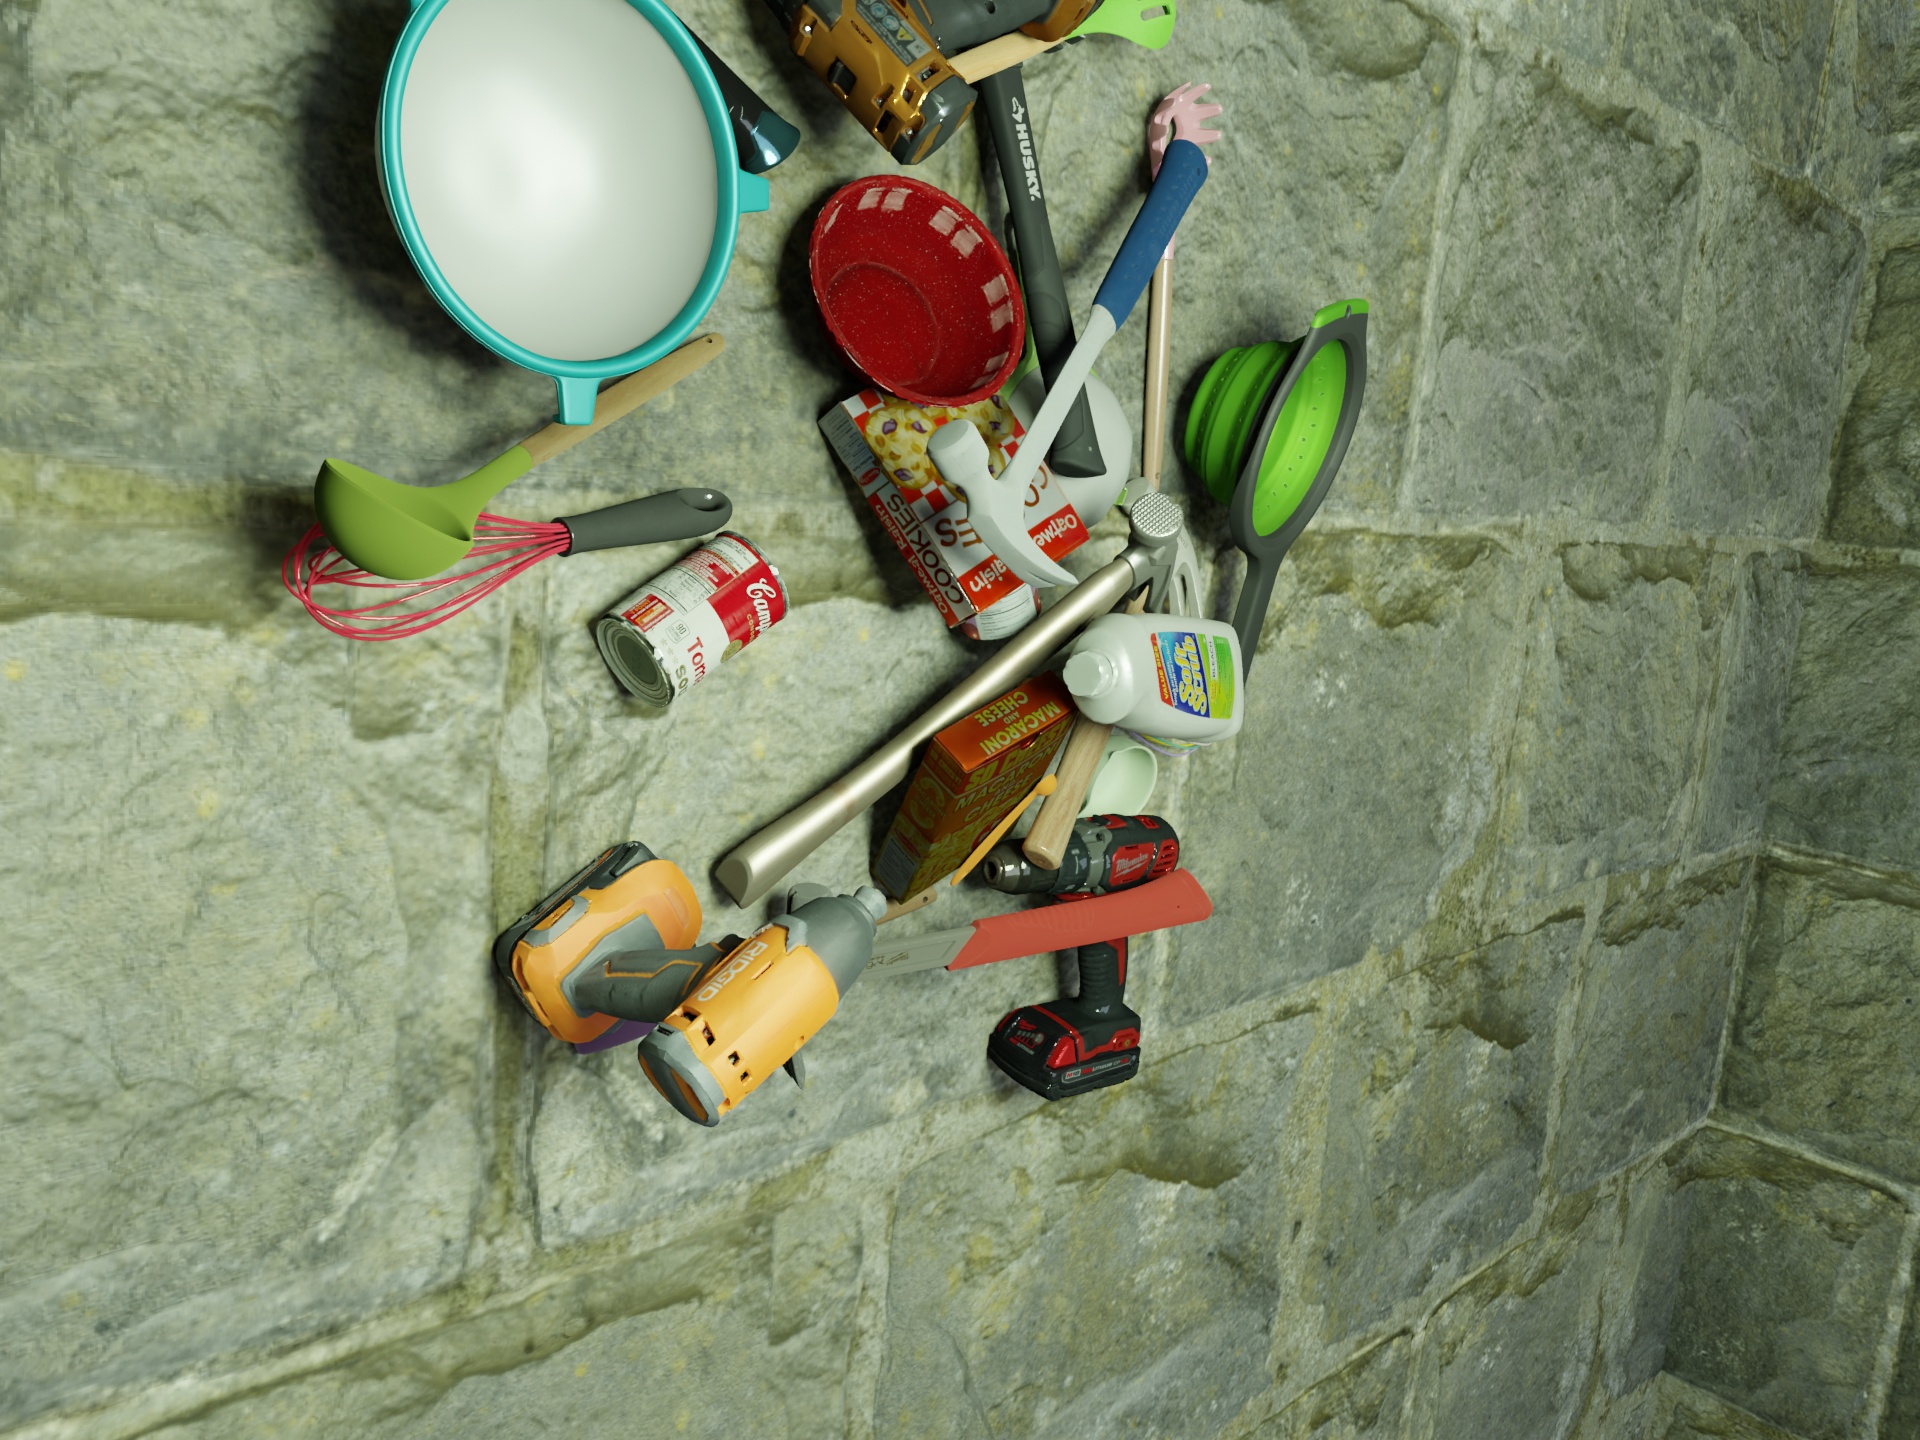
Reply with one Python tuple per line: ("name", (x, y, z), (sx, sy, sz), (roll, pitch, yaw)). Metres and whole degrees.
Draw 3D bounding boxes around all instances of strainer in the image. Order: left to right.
("strainer", (-0.257, -0.327, 0.801), (0.211, 0.095, 0.340), (-57, 132, -22))
("strainer", (0.081, -0.251, 1.187), (0.151, 0.069, 0.256), (-29, 122, -37))

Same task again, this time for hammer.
("hammer", (-0.208, -0.413, 0.870), (0.330, 0.033, 0.128), (33, 78, -46))
("hammer", (-0.002, -0.004, 1.135), (0.410, 0.038, 0.146), (-39, 162, -14))
("hammer", (0.033, 0.170, 1.186), (0.359, 0.037, 0.149), (-6, 111, -28))
("hammer", (0.056, -0.334, 1.116), (0.146, 0.035, 0.334), (-22, 104, -41))
("hammer", (0.096, -0.265, 1.099), (0.143, 0.035, 0.406), (55, 48, -36))
("hammer", (0.121, -0.028, 1.268), (0.129, 0.031, 0.331), (47, 55, -39))

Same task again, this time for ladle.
("ladle", (-0.220, -0.163, 0.867), (0.320, 0.078, 0.062), (-48, 168, -47))

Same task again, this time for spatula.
("spatula", (-0.134, 0.161, 1.117), (0.316, 0.018, 0.059), (-14, 104, -42))

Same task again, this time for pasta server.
("pasta server", (0.167, -0.341, 1.275), (0.060, 0.040, 0.316), (-11, 110, -37))

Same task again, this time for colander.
("colander", (0.237, -0.175, 1.366), (0.204, 0.094, 0.396), (-27, 136, -50))

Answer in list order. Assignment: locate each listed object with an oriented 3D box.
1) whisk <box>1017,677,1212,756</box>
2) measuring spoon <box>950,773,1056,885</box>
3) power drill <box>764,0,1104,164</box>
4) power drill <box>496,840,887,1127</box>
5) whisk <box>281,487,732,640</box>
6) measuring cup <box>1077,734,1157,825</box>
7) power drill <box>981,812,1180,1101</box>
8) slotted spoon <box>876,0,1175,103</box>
("whisk", (0.138, -0.009, 1.335), (0.244, 0.047, 0.051), (12, 74, -43))
("measuring spoon", (0.033, 0.085, 1.194), (0.117, 0.011, 0.021), (-48, 162, 12))
("power drill", (-0.024, -0.465, 0.978), (0.185, 0.084, 0.226), (46, 62, -4))
("power drill", (-0.154, 0.138, 0.932), (0.164, 0.227, 0.084), (-41, 121, -31))
("whisk", (-0.243, -0.100, 0.905), (0.296, 0.073, 0.073), (-21, 116, -47))
("measuring cup", (0.091, 0.074, 1.319), (0.167, 0.038, 0.083), (-37, 133, -18))
("power drill", (0.084, 0.187, 1.289), (0.187, 0.080, 0.226), (-3, 108, -39))
("slotted spoon", (0.052, -0.458, 1.073), (0.314, 0.031, 0.070), (-37, 102, -34))
